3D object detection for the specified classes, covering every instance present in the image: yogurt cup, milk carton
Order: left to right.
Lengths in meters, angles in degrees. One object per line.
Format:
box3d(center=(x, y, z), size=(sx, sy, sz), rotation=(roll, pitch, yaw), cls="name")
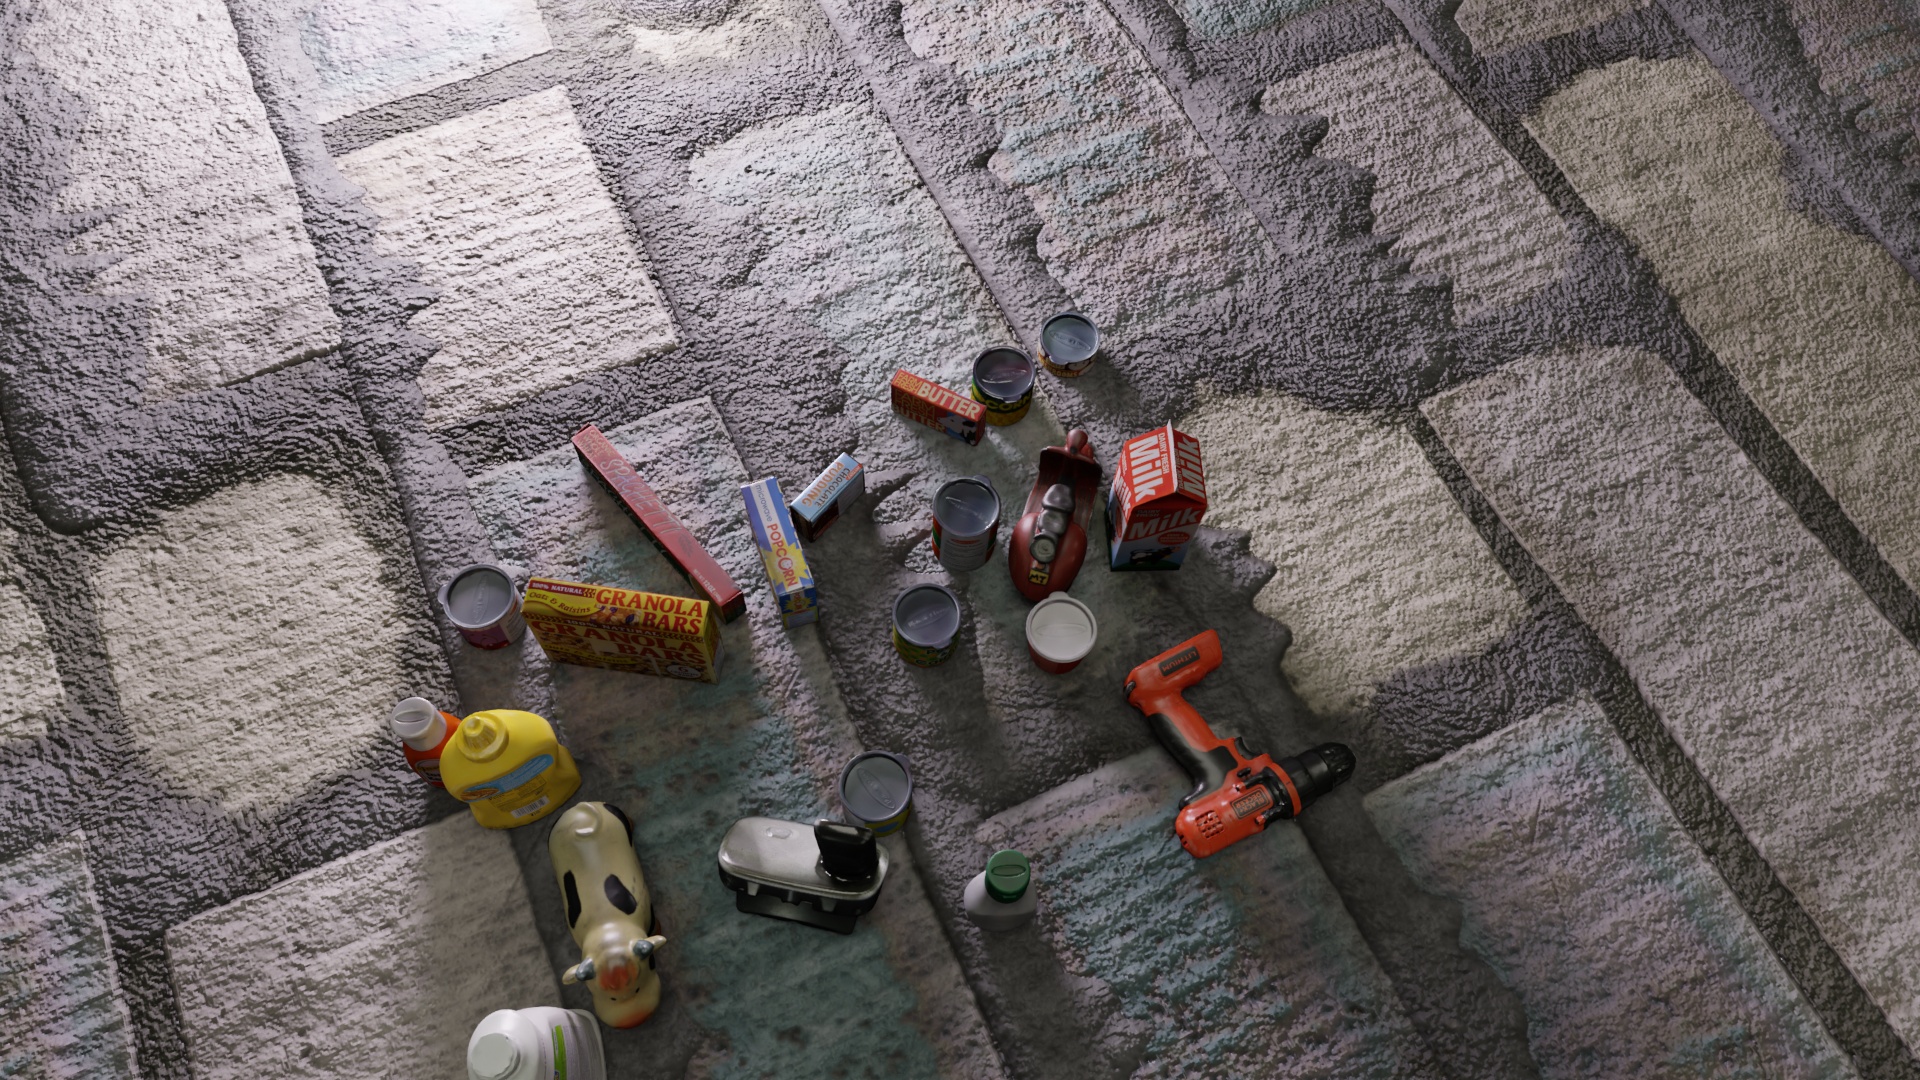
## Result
box3d(center=(0.095, 0.094, 1.341), size=(0.072, 0.053, 0.072), rotation=(1, 64, -2), cls="yogurt cup")
box3d(center=(0.189, -0.040, 1.336), size=(0.073, 0.189, 0.072), rotation=(-2, 64, -3), cls="milk carton")

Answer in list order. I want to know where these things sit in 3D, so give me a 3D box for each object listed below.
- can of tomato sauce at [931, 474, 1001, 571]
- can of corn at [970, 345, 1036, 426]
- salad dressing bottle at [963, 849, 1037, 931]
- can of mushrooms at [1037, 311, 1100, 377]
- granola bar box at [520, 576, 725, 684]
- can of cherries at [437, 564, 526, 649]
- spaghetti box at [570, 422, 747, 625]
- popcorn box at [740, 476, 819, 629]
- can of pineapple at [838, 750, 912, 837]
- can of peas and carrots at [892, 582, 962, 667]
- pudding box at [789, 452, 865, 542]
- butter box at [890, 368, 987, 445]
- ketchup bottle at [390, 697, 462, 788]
box3d(center=(0.005, -0.017, 1.375), size=(0.071, 0.082, 0.071), rotation=(1, 64, -2), cls="can of tomato sauce")
box3d(center=(0.045, -0.160, 1.462), size=(0.071, 0.058, 0.071), rotation=(1, 64, -2), cls="can of corn")
box3d(center=(0.037, 0.298, 1.184), size=(0.064, 0.147, 0.044), rotation=(-2, 64, -3), cls="salad dressing bottle")
box3d(center=(0.116, -0.210, 1.504), size=(0.071, 0.033, 0.071), rotation=(1, 64, -2), cls="can of mushrooms")
box3d(center=(-0.308, 0.084, 1.287), size=(0.166, 0.123, 0.039), rotation=(8, 64, 1), cls="granola bar box")
box3d(center=(-0.455, 0.064, 1.326), size=(0.071, 0.058, 0.072), rotation=(1, 64, -2), cls="can of cherries")
box3d(center=(-0.301, -0.018, 1.379), size=(0.029, 0.050, 0.250), rotation=(-39, 71, -19), cls="spaghetti box")
box3d(center=(-0.175, 0.012, 1.351), size=(0.038, 0.085, 0.127), rotation=(-18, 66, -11), cls="popcorn box")
box3d(center=(-0.075, 0.230, 1.262), size=(0.071, 0.057, 0.071), rotation=(1, 64, -2), cls="can of pineapple")
box3d(center=(-0.031, 0.084, 1.337), size=(0.071, 0.058, 0.071), rotation=(1, 64, -2), cls="can of peas and carrots")
box3d(center=(-0.133, -0.043, 1.400), size=(0.030, 0.049, 0.084), rotation=(37, 68, 14), cls="pudding box")
box3d(center=(-0.024, -0.139, 1.451), size=(0.103, 0.053, 0.024), rotation=(25, 65, 9), cls="butter box")
box3d(center=(-0.459, 0.178, 1.219), size=(0.065, 0.148, 0.044), rotation=(-5, 64, -5), cls="ketchup bottle")
